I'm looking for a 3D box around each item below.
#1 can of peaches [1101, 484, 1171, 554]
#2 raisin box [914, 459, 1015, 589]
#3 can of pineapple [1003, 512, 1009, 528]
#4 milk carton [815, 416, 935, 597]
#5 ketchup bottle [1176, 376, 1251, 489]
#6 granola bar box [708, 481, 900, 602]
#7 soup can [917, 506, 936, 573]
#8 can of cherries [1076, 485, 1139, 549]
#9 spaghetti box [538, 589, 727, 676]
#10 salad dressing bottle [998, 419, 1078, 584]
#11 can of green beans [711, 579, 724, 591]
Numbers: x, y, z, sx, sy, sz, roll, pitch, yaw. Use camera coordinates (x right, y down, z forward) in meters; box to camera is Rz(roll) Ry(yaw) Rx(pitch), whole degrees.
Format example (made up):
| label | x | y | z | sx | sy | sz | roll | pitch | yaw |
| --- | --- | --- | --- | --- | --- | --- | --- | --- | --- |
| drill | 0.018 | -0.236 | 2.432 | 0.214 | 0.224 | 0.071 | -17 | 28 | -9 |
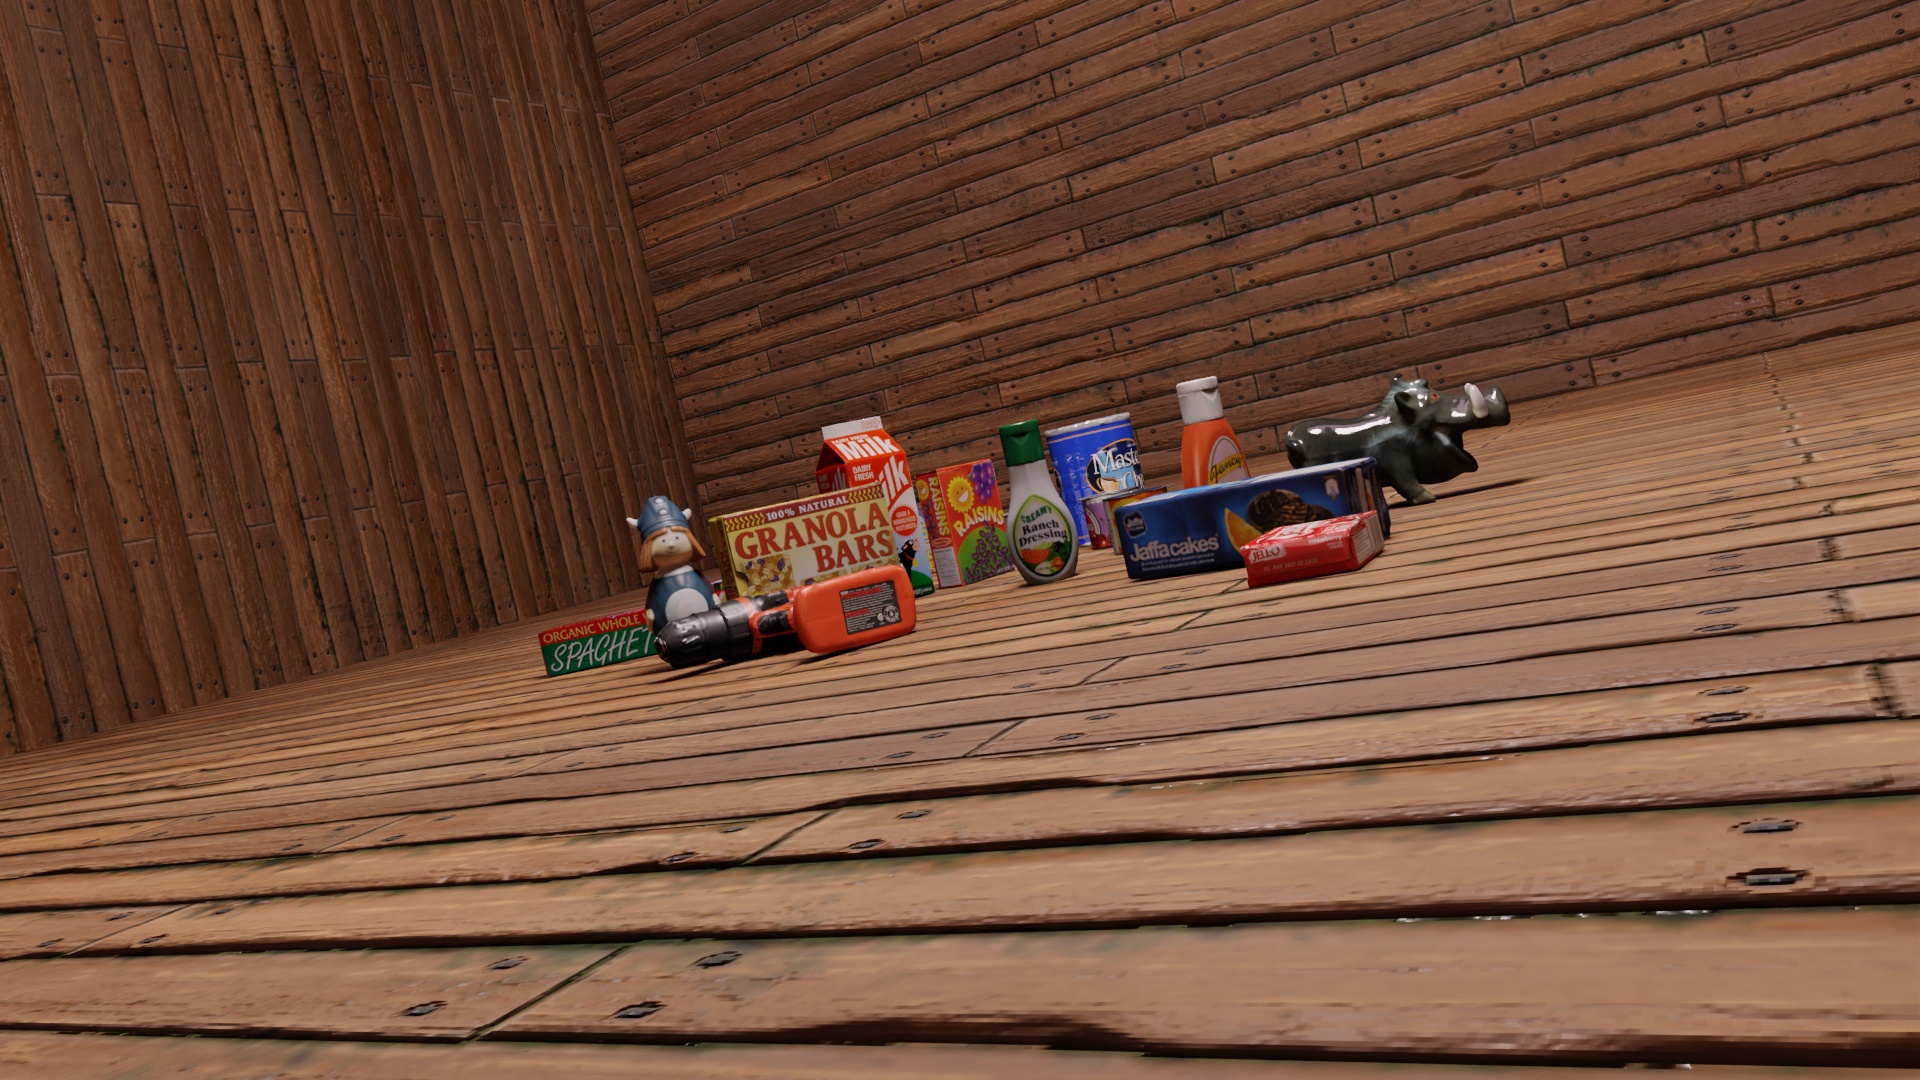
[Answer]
| label | x | y | z | sx | sy | sz | roll | pitch | yaw |
| --- | --- | --- | --- | --- | --- | --- | --- | --- | --- |
| can of peaches | 0.182 | -0.021 | 1.384 | 0.071 | 0.058 | 0.071 | -13 | 2 | 1 |
| raisin box | 0.005 | -0.018 | 1.462 | 0.040 | 0.123 | 0.086 | -11 | 3 | 45 |
| can of pineapple | 0.082 | -0.008 | 1.580 | 0.071 | 0.058 | 0.071 | -13 | 2 | 1 |
| milk carton | -0.092 | -0.029 | 1.424 | 0.072 | 0.190 | 0.073 | -14 | 3 | -32 |
| ketchup bottle | 0.224 | -0.070 | 1.234 | 0.065 | 0.148 | 0.043 | -14 | 2 | -28 |
| granola bar box | -0.139 | 0.022 | 1.299 | 0.166 | 0.124 | 0.039 | -14 | 3 | -29 |
| soup can | -0.046 | 0.000 | 1.749 | 0.071 | 0.083 | 0.071 | -13 | 2 | 1 |
| can of cherries | 0.167 | -0.024 | 1.521 | 0.071 | 0.058 | 0.071 | -13 | 2 | 1 |
| spaghetti box | -0.315 | 0.092 | 1.445 | 0.250 | 0.050 | 0.029 | -13 | 2 | 4 |
| salad dressing bottle | 0.067 | -0.035 | 1.267 | 0.064 | 0.147 | 0.044 | -13 | 2 | 3 |
| can of green beans | -0.231 | 0.066 | 1.511 | 0.071 | 0.057 | 0.071 | -13 | 2 | 1 |
